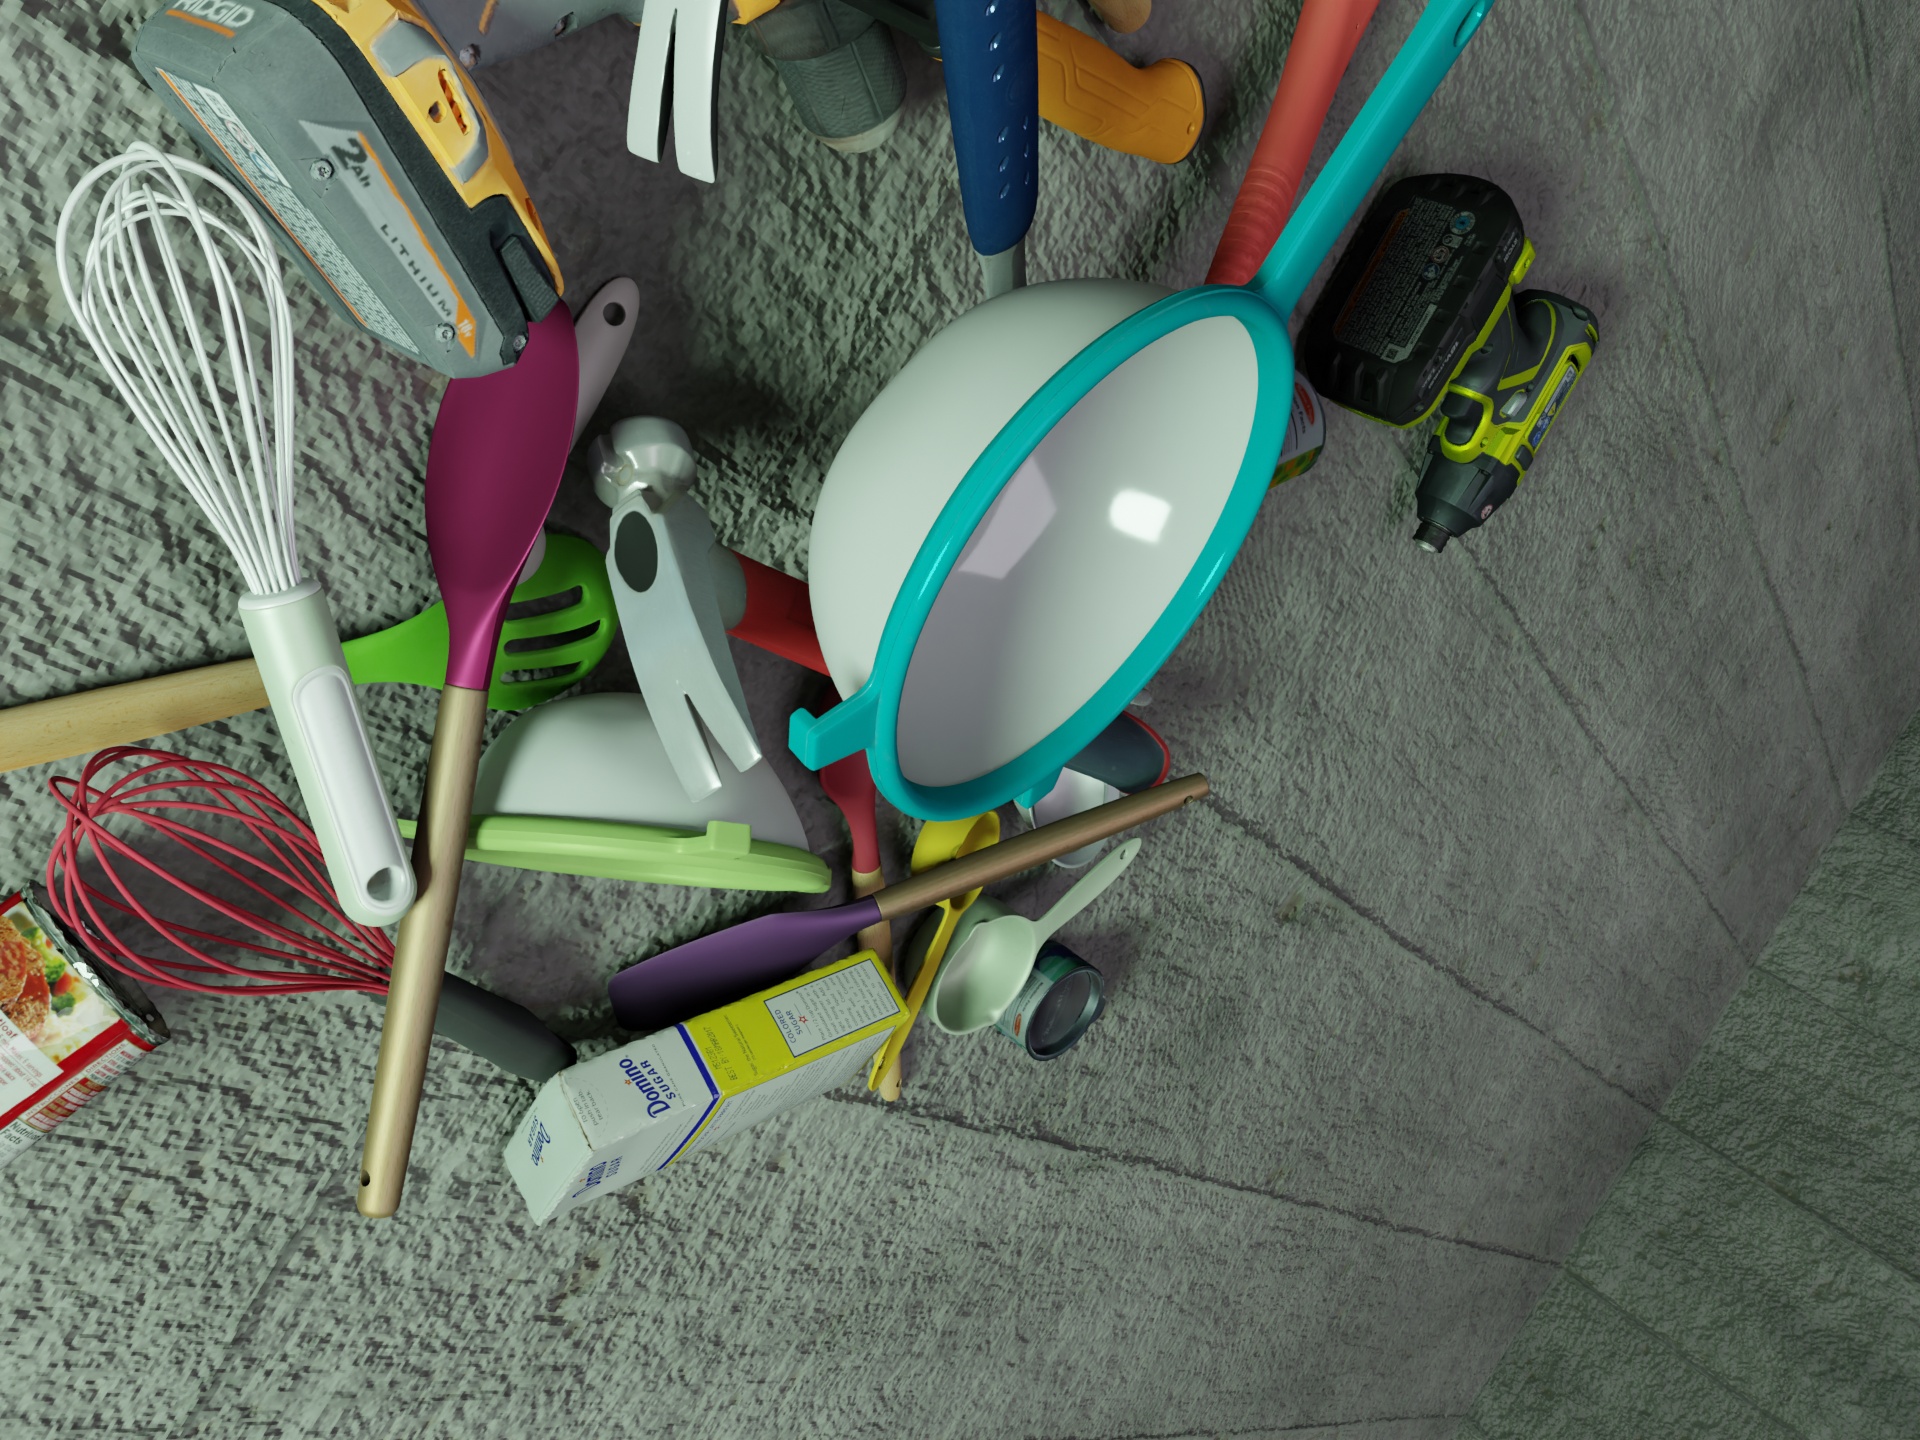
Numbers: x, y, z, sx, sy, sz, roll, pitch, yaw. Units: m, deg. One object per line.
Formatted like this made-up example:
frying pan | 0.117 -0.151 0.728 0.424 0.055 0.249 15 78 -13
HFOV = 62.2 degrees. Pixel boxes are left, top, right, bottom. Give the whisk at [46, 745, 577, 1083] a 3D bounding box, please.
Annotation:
whisk | -0.221 0.089 0.588 0.073 0.073 0.295 -49 150 -10

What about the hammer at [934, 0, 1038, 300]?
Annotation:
hammer | 0.019 -0.176 0.579 0.144 0.035 0.405 -48 163 -13

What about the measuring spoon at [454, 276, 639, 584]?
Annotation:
measuring spoon | -0.143 -0.104 0.566 0.034 0.018 0.124 28 84 -29

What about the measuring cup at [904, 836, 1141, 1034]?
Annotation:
measuring cup | 0.035 0.108 0.901 0.167 0.038 0.083 -36 137 -27

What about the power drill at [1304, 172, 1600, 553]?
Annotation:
power drill | 0.291 -0.201 0.933 0.223 0.080 0.171 23 97 -54

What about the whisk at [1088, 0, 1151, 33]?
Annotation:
whisk | 0.011 -0.322 0.574 0.244 0.047 0.051 22 76 -55

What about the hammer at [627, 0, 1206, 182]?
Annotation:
hammer | 0.011 -0.238 0.575 0.337 0.034 0.127 -15 127 -59

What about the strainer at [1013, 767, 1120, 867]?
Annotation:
strainer | 0.018 0.024 0.801 0.258 0.050 0.087 19 75 -57

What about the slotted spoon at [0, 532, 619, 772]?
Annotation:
slotted spoon | -0.248 -0.007 0.530 0.313 0.031 0.070 -18 127 -37

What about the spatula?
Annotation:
spatula | -0.017 0.084 0.780 0.316 0.018 0.059 -20 137 -15

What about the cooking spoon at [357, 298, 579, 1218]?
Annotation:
cooking spoon | -0.172 0.014 0.540 0.017 0.069 0.319 7 95 -57

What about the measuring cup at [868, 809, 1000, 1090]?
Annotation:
measuring cup | -0.024 0.114 0.824 0.156 0.029 0.062 -66 158 -5

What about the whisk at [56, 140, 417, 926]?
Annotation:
whisk | -0.208 -0.046 0.481 0.058 0.059 0.246 -28 118 -38

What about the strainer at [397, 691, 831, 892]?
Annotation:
strainer | -0.107 0.034 0.665 0.256 0.151 0.069 27 66 -70

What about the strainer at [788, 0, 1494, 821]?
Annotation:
strainer | 0.052 -0.127 0.553 0.340 0.095 0.211 -56 156 8

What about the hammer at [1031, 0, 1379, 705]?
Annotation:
hammer | 0.122 -0.184 0.736 0.359 0.037 0.149 -69 161 -6

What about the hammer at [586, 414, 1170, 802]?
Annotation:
hammer | -0.001 -0.002 0.687 0.038 0.143 0.386 -32 152 23

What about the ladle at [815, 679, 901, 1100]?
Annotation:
ladle | -0.044 0.091 0.812 0.069 0.031 0.315 -46 146 -41

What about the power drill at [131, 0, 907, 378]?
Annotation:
power drill | -0.110 -0.210 0.499 0.226 0.084 0.185 -51 146 -16
